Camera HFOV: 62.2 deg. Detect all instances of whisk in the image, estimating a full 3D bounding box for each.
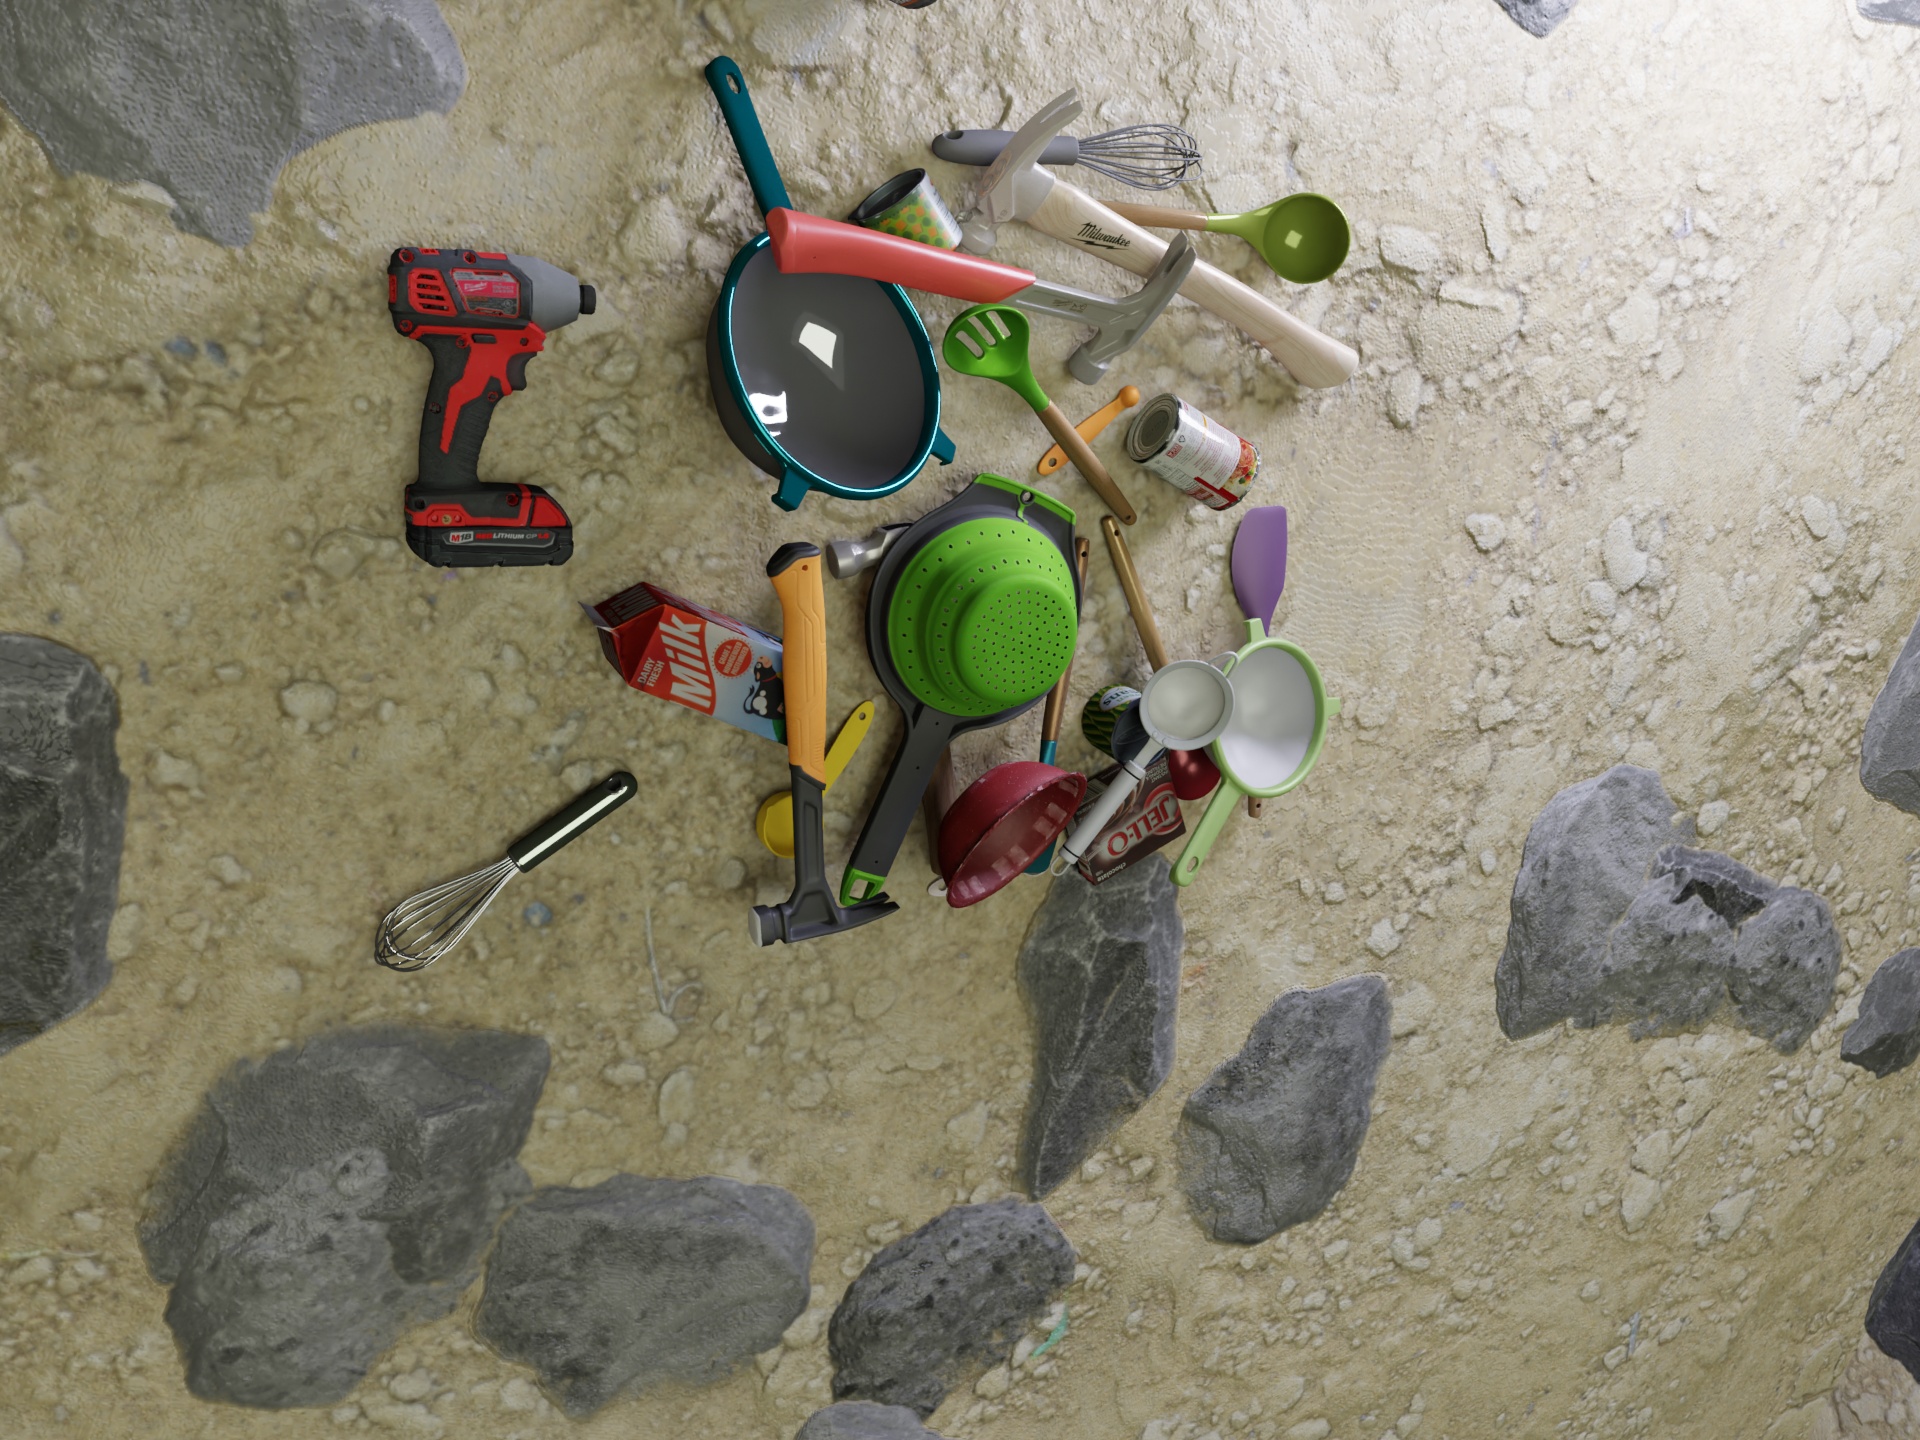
[{"bbox_3d":[0.090,-0.458,1.288,0.239,0.055,0.055,-5,110,-20],"label":"whisk"},{"bbox_3d":[-0.364,0.119,1.280,0.246,0.058,0.059,-37,154,-13],"label":"whisk"}]

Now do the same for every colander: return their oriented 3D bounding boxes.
[{"bbox_3d":[-0.002,-0.004,1.340,0.204,0.095,0.397,19,100,-30],"label":"colander"}]

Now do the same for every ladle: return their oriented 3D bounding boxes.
[{"bbox_3d":[0.187,-0.420,1.344,0.320,0.062,0.078,-2,126,-23],"label":"ladle"},{"bbox_3d":[0.188,-0.052,1.494,0.069,0.031,0.315,-33,117,-19],"label":"ladle"}]

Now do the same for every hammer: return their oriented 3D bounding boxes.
[{"bbox_3d":[-0.028,-0.014,1.399,0.130,0.031,0.331,-17,115,-19],"label":"hammer"},{"bbox_3d":[0.015,-0.345,1.219,0.359,0.037,0.149,2,143,-38],"label":"hammer"},{"bbox_3d":[0.197,-0.381,1.342,0.410,0.038,0.146,17,135,-34],"label":"hammer"},{"bbox_3d":[-0.116,0.021,1.283,0.127,0.034,0.336,-10,113,-23],"label":"hammer"}]

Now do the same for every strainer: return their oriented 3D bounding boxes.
[{"bbox_3d":[0.247,0.040,1.495,0.151,0.069,0.256,39,74,-30],"label":"strainer"},{"bbox_3d":[0.160,0.037,1.435,0.086,0.050,0.258,36,97,-16],"label":"strainer"},{"bbox_3d":[-0.143,-0.319,1.203,0.211,0.095,0.340,-26,97,-45],"label":"strainer"}]

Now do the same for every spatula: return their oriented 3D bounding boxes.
[{"bbox_3d":[0.288,-0.052,1.546,0.059,0.018,0.315,-9,111,-18],"label":"spatula"},{"bbox_3d":[0.079,-0.010,1.449,0.082,0.044,0.317,7,97,-24],"label":"spatula"}]

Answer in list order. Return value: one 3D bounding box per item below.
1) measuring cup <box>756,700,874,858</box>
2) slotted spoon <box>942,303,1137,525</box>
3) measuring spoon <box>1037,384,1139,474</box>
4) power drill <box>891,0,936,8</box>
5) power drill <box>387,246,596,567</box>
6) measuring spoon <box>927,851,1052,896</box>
[{"bbox_3d":[-0.124,0.048,1.384,0.062,0.029,0.156,39,77,-31],"label":"measuring cup"},{"bbox_3d":[0.077,-0.247,1.320,0.070,0.031,0.313,-30,142,16],"label":"slotted spoon"},{"bbox_3d":[0.113,-0.253,1.392,0.117,0.011,0.021,-41,120,-8],"label":"measuring spoon"},{"bbox_3d":[-0.095,-0.625,1.119,0.226,0.084,0.164,19,98,-26],"label":"power drill"},{"bbox_3d":[-0.335,-0.225,1.150,0.143,0.079,0.219,-4,107,-25],"label":"power drill"},{"bbox_3d":[0.026,0.141,1.494,0.124,0.018,0.034,-16,109,-13],"label":"measuring spoon"}]
